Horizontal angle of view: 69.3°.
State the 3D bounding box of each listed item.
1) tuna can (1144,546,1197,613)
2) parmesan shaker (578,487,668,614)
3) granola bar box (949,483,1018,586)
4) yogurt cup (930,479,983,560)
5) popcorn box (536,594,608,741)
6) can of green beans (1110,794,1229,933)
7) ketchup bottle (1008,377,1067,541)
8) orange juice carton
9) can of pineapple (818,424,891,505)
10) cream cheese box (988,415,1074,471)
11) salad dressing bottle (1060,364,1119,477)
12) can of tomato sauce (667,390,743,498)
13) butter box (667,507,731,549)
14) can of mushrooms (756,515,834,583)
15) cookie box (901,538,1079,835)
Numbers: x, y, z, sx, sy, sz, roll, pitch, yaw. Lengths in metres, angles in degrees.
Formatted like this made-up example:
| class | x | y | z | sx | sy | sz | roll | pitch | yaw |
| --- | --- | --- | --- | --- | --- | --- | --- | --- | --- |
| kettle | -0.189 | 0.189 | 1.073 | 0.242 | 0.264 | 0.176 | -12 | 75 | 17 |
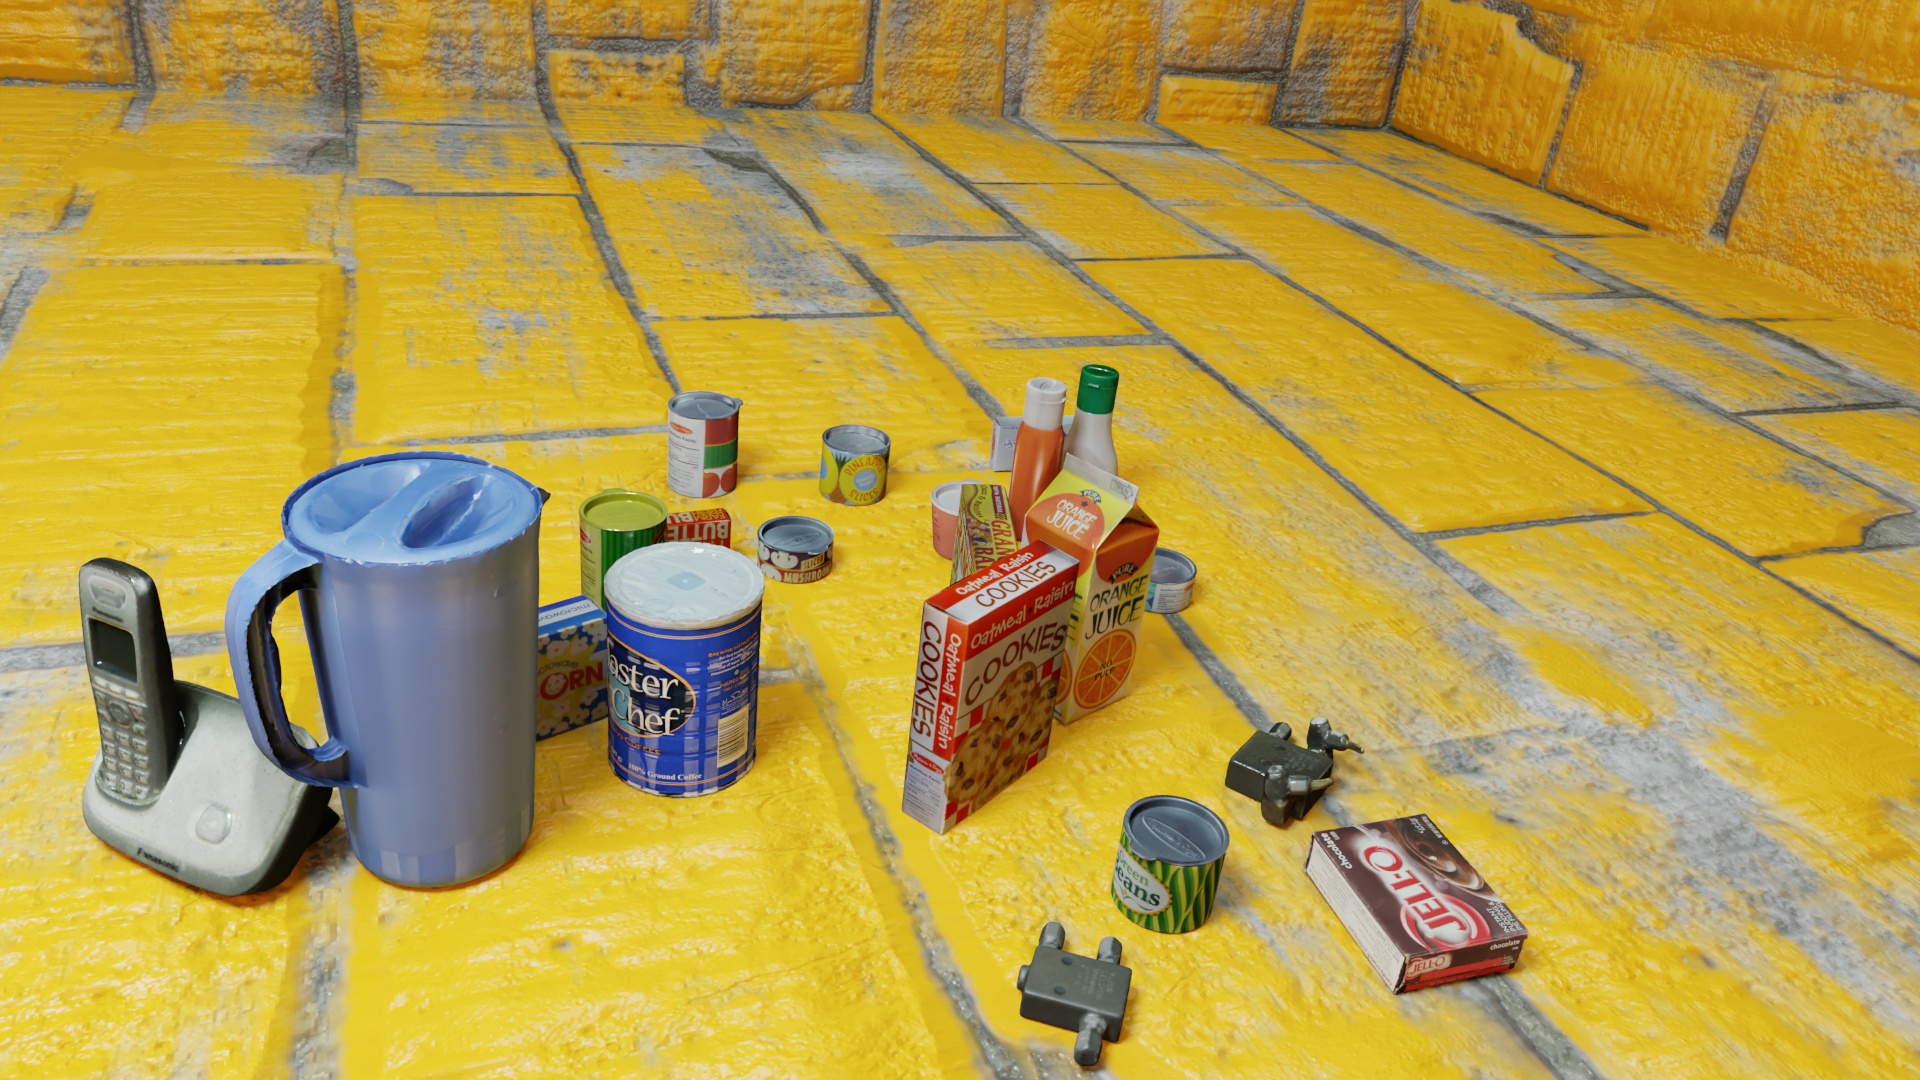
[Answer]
| class | x | y | z | sx | sy | sz | roll | pitch | yaw |
| --- | --- | --- | --- | --- | --- | --- | --- | --- | --- |
| tuna can | 0.171 | 0.033 | 1.226 | 0.071 | 0.032 | 0.071 | 5 | 28 | -3 |
| parmesan shaker | -0.262 | 0.020 | 1.079 | 0.071 | 0.102 | 0.071 | 5 | 28 | -3 |
| granola bar box | 0.018 | 0.047 | 1.069 | 0.039 | 0.123 | 0.166 | 4 | 28 | -6 |
| yogurt cup | 0.004 | -0.016 | 1.258 | 0.072 | 0.053 | 0.073 | 5 | 28 | -3 |
| popcorn box | -0.303 | 0.096 | 0.946 | 0.127 | 0.084 | 0.038 | -18 | 36 | -38 |
| can of green beans | 0.131 | 0.203 | 0.872 | 0.071 | 0.057 | 0.071 | 5 | 28 | -3 |
| ketchup bottle | 0.071 | -0.076 | 1.285 | 0.043 | 0.148 | 0.065 | 16 | 29 | 17 |
| orange juice carton | 0.091 | 0.033 | 1.039 | 0.073 | 0.191 | 0.072 | -18 | 37 | -39 |
| can of pineapple | -0.101 | -0.072 | 1.335 | 0.071 | 0.057 | 0.071 | 5 | 28 | -3 |
| cream cheese box | 0.082 | -0.100 | 1.435 | 0.104 | 0.053 | 0.024 | -3 | 29 | -18 |
| salad dressing bottle | 0.124 | -0.095 | 1.334 | 0.064 | 0.147 | 0.044 | 16 | 29 | 17 |
| can of tomato sauce | -0.242 | -0.091 | 1.313 | 0.071 | 0.082 | 0.071 | 5 | 28 | -3 |
| butter box | -0.245 | 0.004 | 1.165 | 0.104 | 0.052 | 0.024 | -6 | 30 | -24 |
| can of mushrooms | -0.142 | 0.009 | 1.201 | 0.071 | 0.033 | 0.071 | 5 | 28 | -3 |
| cookie box | 0.019 | 0.096 | 0.931 | 0.040 | 0.166 | 0.123 | 25 | 33 | 31 |
